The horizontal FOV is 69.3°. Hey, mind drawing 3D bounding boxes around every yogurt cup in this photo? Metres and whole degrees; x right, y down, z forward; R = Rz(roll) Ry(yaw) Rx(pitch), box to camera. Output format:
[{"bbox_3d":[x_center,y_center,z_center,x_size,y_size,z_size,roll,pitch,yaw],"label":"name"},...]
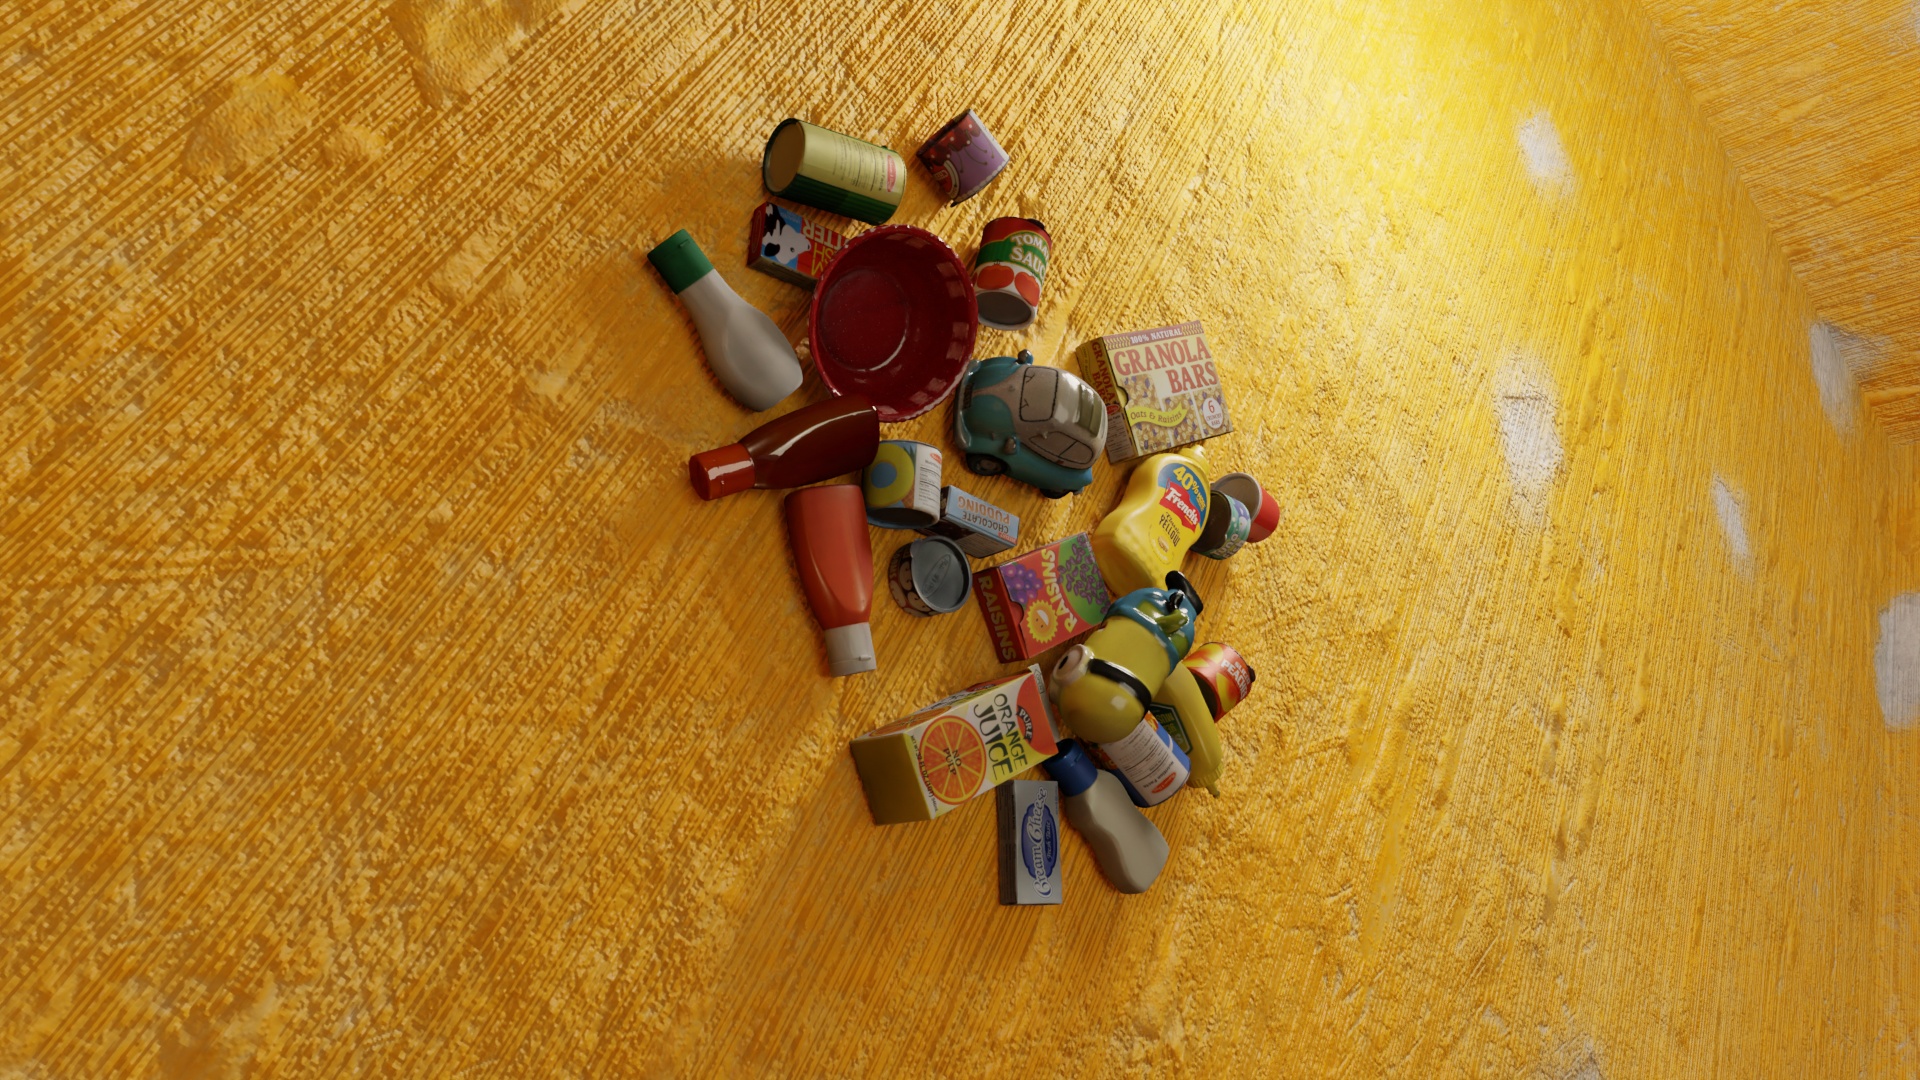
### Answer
[{"bbox_3d":[0.295,-0.031,1.441,0.054,0.072,0.072,25,62,-43],"label":"yogurt cup"}]

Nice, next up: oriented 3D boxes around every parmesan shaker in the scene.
[{"bbox_3d":[-0.106,-0.311,1.163,0.103,0.071,0.071,7,73,-39],"label":"parmesan shaker"}]

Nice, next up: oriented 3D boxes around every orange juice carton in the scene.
[{"bbox_3d":[0.010,0.161,1.128,0.193,0.073,0.072,-19,91,-43],"label":"orange juice carton"}]

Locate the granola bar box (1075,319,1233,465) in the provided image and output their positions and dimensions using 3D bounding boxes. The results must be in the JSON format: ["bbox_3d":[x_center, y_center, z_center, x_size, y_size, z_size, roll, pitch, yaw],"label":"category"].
[{"bbox_3d":[0.200,-0.152,1.407,0.166,0.039,0.124,-16,89,-43],"label":"granola bar box"}]

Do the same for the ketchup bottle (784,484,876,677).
[{"bbox_3d":[-0.096,0.031,1.090,0.065,0.043,0.149,-5,82,-40],"label":"ketchup bottle"}]

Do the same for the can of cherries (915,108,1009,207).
[{"bbox_3d":[0.000,-0.349,1.270,0.058,0.071,0.072,48,52,-21],"label":"can of cherries"}]

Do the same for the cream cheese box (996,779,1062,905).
[{"bbox_3d":[0.058,0.256,1.176,0.053,0.024,0.104,10,71,-38],"label":"cream cheese box"}]

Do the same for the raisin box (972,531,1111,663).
[{"bbox_3d":[0.075,0.050,1.239,0.124,0.040,0.086,-20,92,-42],"label":"raisin box"}]

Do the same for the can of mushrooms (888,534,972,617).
[{"bbox_3d":[-0.026,0.029,1.159,0.071,0.033,0.071,12,71,-39],"label":"can of mushrooms"}]

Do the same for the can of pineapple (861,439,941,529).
[{"bbox_3d":[-0.050,-0.045,1.139,0.071,0.071,0.058,15,69,-38],"label":"can of pineapple"}]

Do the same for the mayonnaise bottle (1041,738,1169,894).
[{"bbox_3d":[0.126,0.241,1.230,0.148,0.041,0.065,54,49,-15],"label":"mayonnaise bottle"}]

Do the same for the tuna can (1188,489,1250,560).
[{"bbox_3d":[0.258,-0.013,1.398,0.033,0.071,0.071,21,65,-37],"label":"tuna can"}]

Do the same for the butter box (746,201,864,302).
[{"bbox_3d":[-0.126,-0.236,1.153,0.103,0.024,0.053,17,68,-37],"label":"butter box"}]

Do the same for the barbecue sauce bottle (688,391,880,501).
[{"bbox_3d":[-0.134,-0.068,1.069,0.149,0.064,0.044,-20,47,-31],"label":"barbecue sauce bottle"}]

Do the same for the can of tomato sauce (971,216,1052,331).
[{"bbox_3d":[0.046,-0.245,1.276,0.071,0.071,0.083,30,60,-32],"label":"can of tomato sauce"}]

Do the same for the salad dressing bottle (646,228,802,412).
[{"bbox_3d":[-0.182,-0.170,1.072,0.147,0.044,0.064,54,52,-15],"label":"salad dressing bottle"}]

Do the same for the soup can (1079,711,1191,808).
[{"bbox_3d":[0.157,0.189,1.257,0.083,0.071,0.072,50,51,-18],"label":"soup can"}]

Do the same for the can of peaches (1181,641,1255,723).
[{"bbox_3d":[0.239,0.139,1.338,0.058,0.071,0.071,-29,98,-41],"label":"can of peaches"}]

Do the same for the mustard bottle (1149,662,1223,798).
[{"bbox_3d":[0.210,0.183,1.306,0.049,0.065,0.160,-47,113,-43],"label":"mustard bottle"}]

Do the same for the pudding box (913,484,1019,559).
[{"bbox_3d":[0.004,-0.015,1.188,0.083,0.049,0.030,24,62,-35],"label":"pudding box"}]
